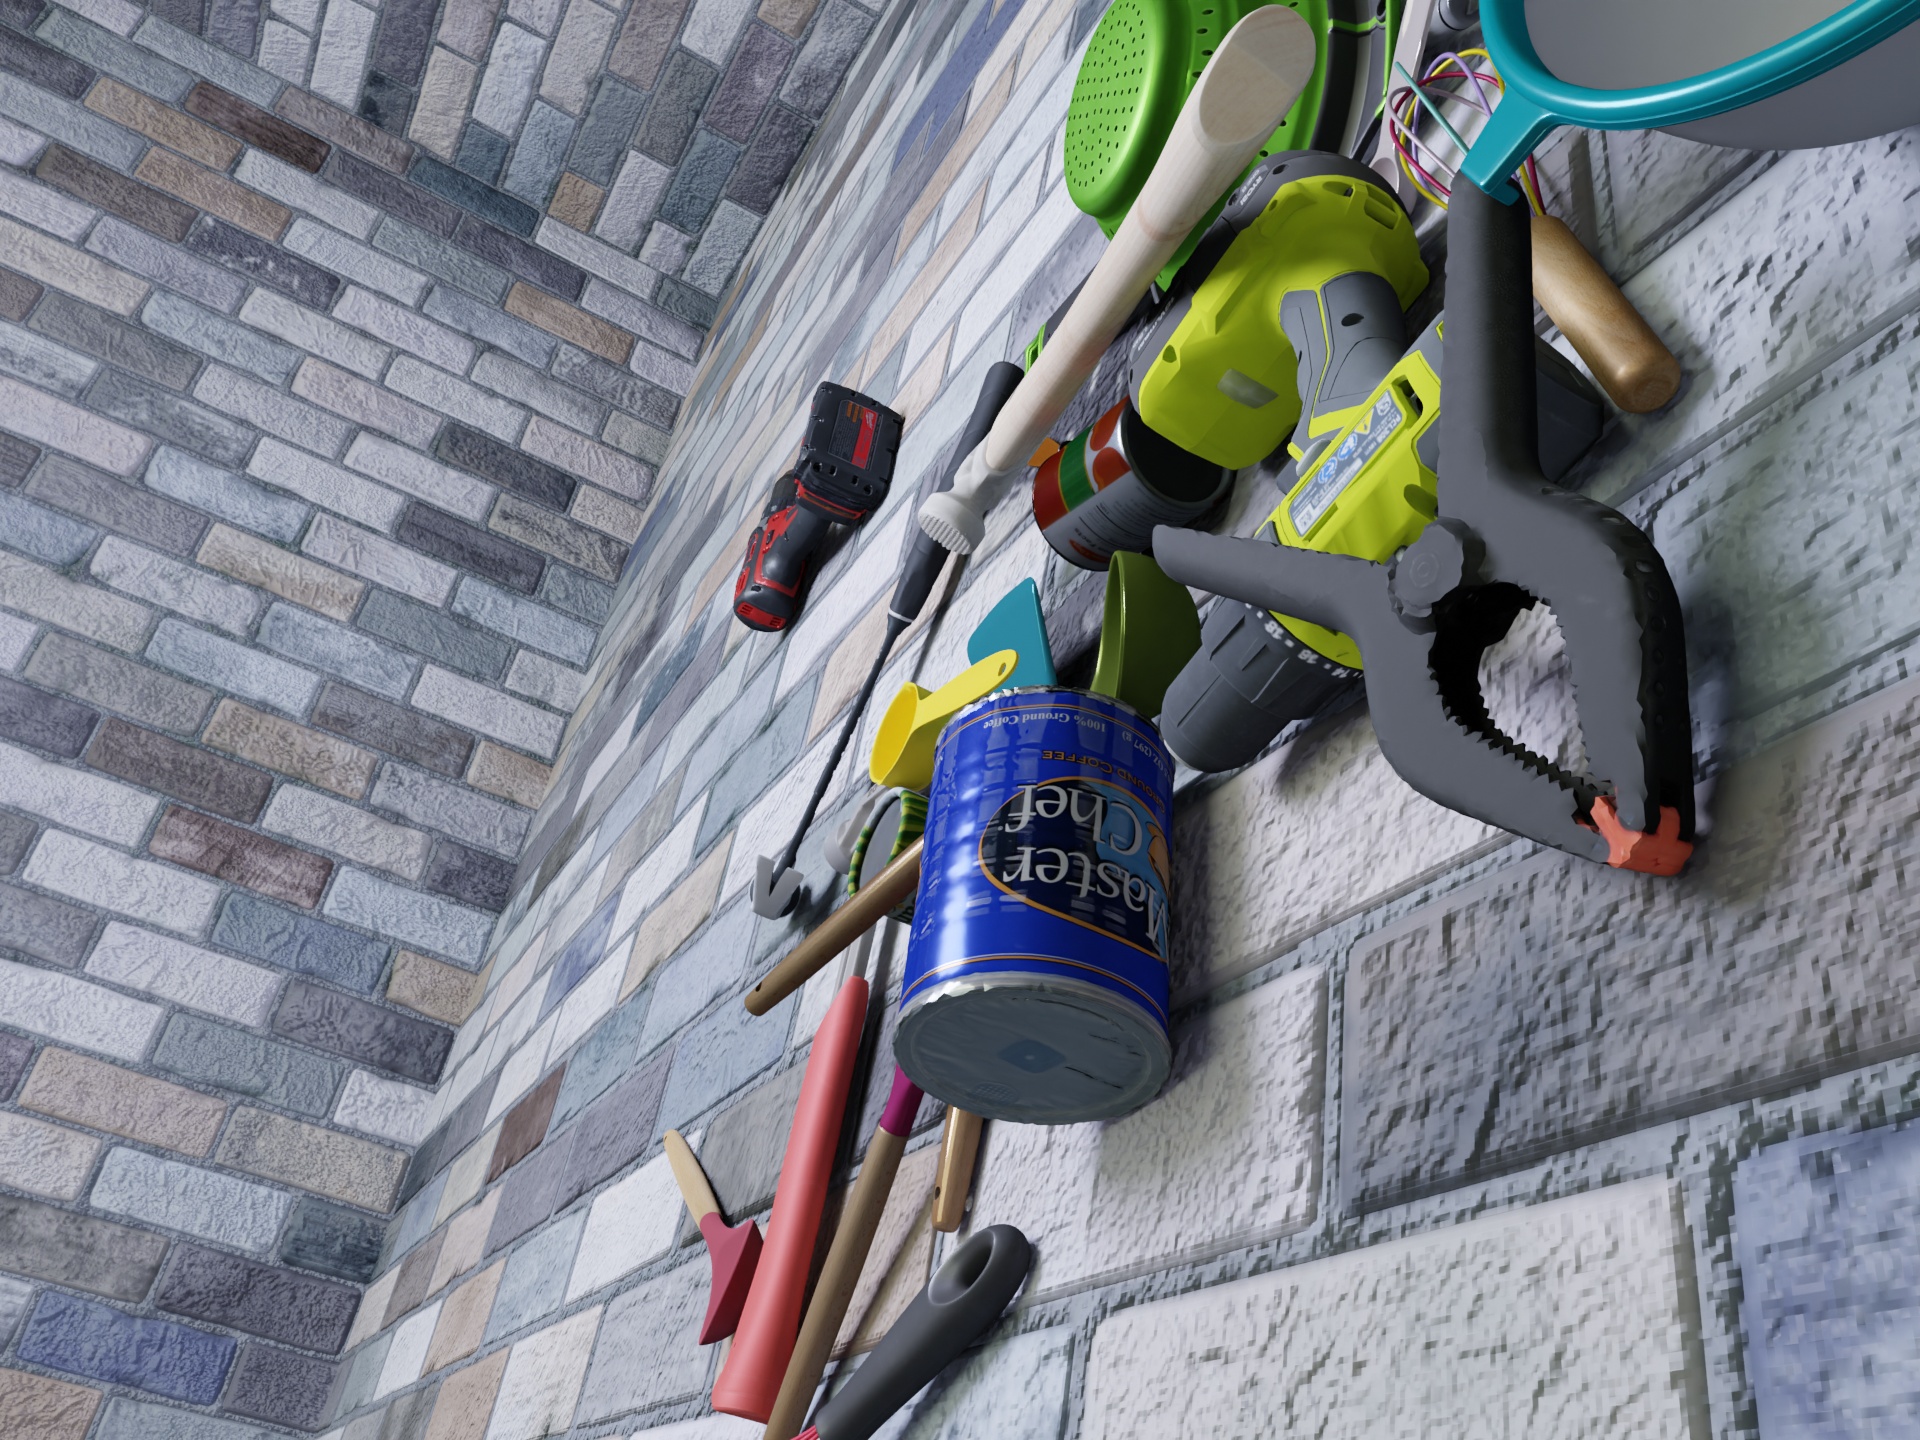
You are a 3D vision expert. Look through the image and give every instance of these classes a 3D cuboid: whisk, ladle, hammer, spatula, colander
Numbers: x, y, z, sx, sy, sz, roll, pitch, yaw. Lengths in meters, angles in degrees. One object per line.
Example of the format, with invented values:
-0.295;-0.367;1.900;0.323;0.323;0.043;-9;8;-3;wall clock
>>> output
-0.062;0.313;0.672;0.295;0.073;0.073;-52;22;19;whisk
-0.009;0.042;0.740;0.320;0.062;0.078;-43;24;26;ladle
-0.048;-0.057;1.065;0.149;0.036;0.409;128;166;-81;hammer
0.011;0.082;0.763;0.082;0.044;0.318;-43;30;55;spatula
-0.160;0.304;0.987;0.069;0.031;0.315;-65;17;-5;ladle
0.084;-0.282;0.867;0.397;0.094;0.205;148;127;-65;colander
0.068;-0.194;0.725;0.146;0.038;0.410;-56;4;-15;hammer
0.200;-0.184;0.568;0.047;0.051;0.245;-28;39;18;whisk
-0.067;0.187;0.860;0.149;0.036;0.359;-41;30;51;hammer

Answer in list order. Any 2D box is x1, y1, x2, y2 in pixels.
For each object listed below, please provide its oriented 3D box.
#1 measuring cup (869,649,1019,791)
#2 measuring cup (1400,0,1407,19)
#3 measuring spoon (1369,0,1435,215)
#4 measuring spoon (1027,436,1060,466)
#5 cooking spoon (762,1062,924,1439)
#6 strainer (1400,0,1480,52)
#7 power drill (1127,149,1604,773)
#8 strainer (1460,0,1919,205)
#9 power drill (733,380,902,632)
-0.001;-0.003;0.809;0.156;0.029;0.062;-30;42;57;measuring cup
0.232;-0.408;0.765;0.083;0.038;0.168;-25;43;63;measuring cup
0.195;-0.270;0.679;0.034;0.018;0.124;-131;48;-67;measuring spoon
0.056;-0.165;0.992;0.021;0.011;0.117;-64;15;7;measuring spoon
-0.039;0.211;0.733;0.069;0.017;0.319;-137;66;-70;cooking spoon
0.219;-0.306;0.672;0.258;0.050;0.087;-145;68;-77;strainer
0.130;-0.104;0.616;0.190;0.080;0.229;-53;26;32;power drill
0.266;-0.286;0.426;0.211;0.095;0.340;-8;60;58;strainer
-0.137;-0.208;1.465;0.226;0.080;0.188;-49;25;48;power drill
